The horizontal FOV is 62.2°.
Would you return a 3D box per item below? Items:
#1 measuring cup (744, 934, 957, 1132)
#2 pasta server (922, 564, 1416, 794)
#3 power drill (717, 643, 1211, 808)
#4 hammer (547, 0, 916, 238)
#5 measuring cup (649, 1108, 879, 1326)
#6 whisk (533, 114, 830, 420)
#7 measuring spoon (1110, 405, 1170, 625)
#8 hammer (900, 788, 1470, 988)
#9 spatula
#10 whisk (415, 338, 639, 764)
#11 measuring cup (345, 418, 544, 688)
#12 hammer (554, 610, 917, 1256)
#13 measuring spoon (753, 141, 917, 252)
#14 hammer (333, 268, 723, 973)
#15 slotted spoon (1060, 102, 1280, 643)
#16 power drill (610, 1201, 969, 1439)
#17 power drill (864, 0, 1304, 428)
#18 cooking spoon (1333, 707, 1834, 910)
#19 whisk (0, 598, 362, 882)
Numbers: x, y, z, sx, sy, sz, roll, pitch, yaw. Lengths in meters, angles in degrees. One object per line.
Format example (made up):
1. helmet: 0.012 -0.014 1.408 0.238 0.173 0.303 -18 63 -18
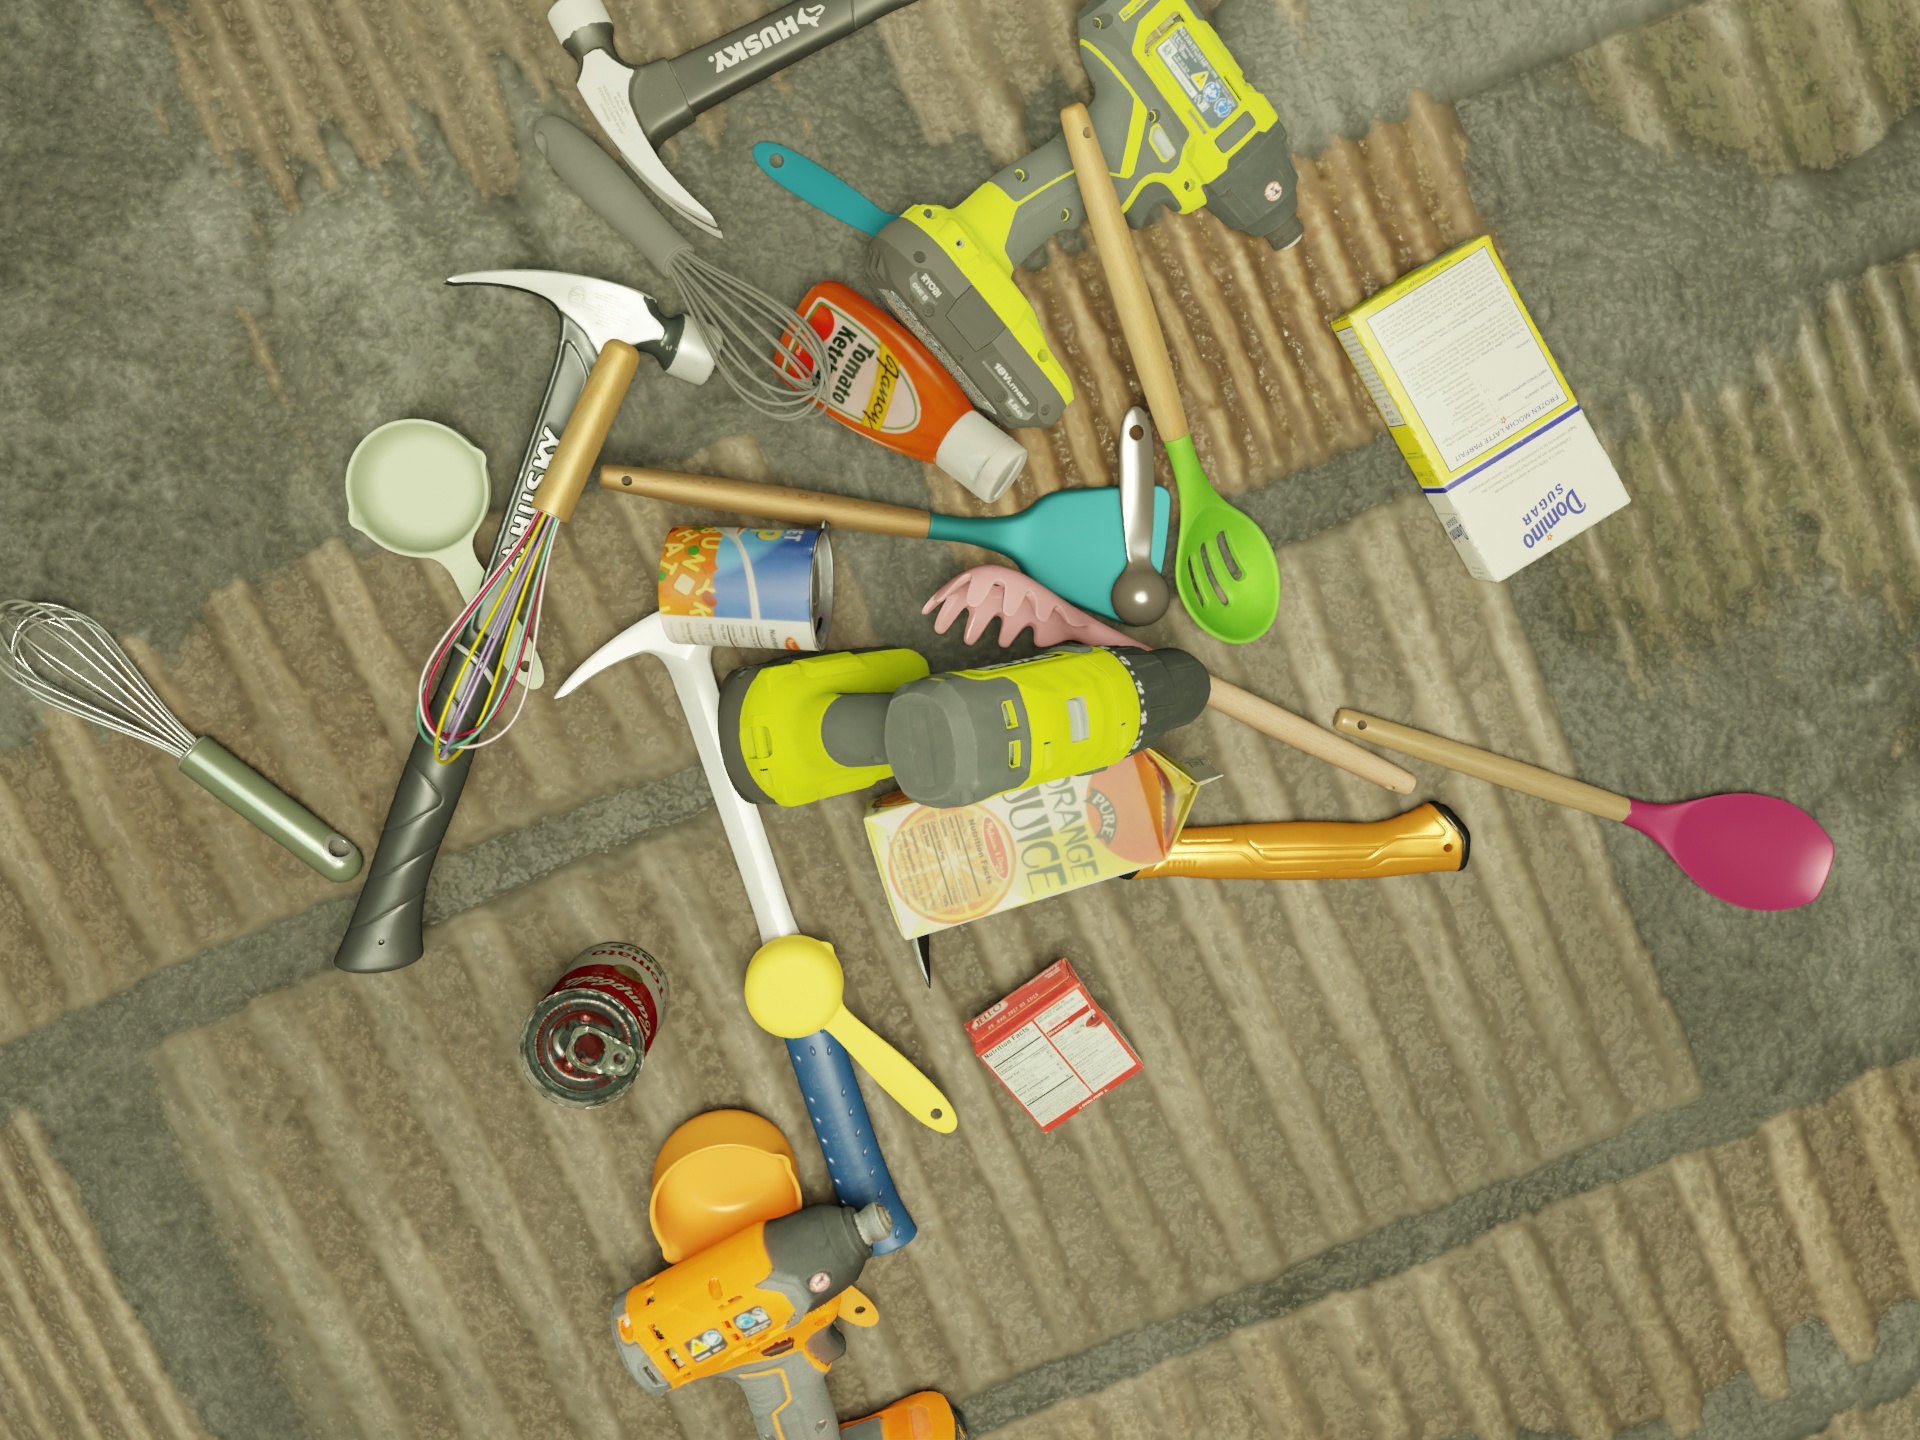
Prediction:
1. measuring cup: -0.060 0.187 0.914 0.156 0.029 0.062 43 93 -5
2. pasta server: 0.127 -0.017 0.910 0.316 0.060 0.040 24 70 -14
3. power drill: -0.001 -0.003 0.831 0.190 0.228 0.080 -13 98 -41
4. hammer: -0.047 -0.396 0.875 0.335 0.035 0.146 -27 90 0
5. measuring cup: -0.112 0.302 0.957 0.095 0.052 0.173 -42 112 6
6. whisk: -0.154 -0.250 0.867 0.055 0.055 0.239 -44 78 3
7. measuring spoon: 0.101 -0.114 0.893 0.034 0.018 0.124 -4 100 -7
8. hammer: 0.133 0.087 0.943 0.337 0.034 0.127 -2 96 -2
9. spatula: -0.041 -0.114 0.893 0.317 0.044 0.082 6 101 -14
10. whisk: -0.229 -0.090 0.851 0.051 0.047 0.245 22 87 34
11. measuring cup: -0.283 -0.093 0.909 0.083 0.038 0.167 -28 106 -3
12. hammer: -0.113 0.127 0.939 0.144 0.035 0.405 -17 97 0
13. measuring spoon: -0.061 -0.290 0.897 0.128 0.021 0.042 30 95 -6
14. hammer: -0.267 -0.051 0.880 0.149 0.036 0.409 19 93 -23
15. slotted spoon: 0.111 -0.180 0.866 0.070 0.031 0.313 -35 119 -21
16. power drill: -0.076 0.384 0.926 0.164 0.084 0.226 -29 111 2
17. power drill: 0.074 -0.272 0.871 0.223 0.080 0.171 -43 112 1
18. cooking spoon: 0.374 0.046 0.954 0.319 0.017 0.069 17 95 -4
19. whisk: -0.448 0.014 0.914 0.246 0.058 0.059 39 129 -9
